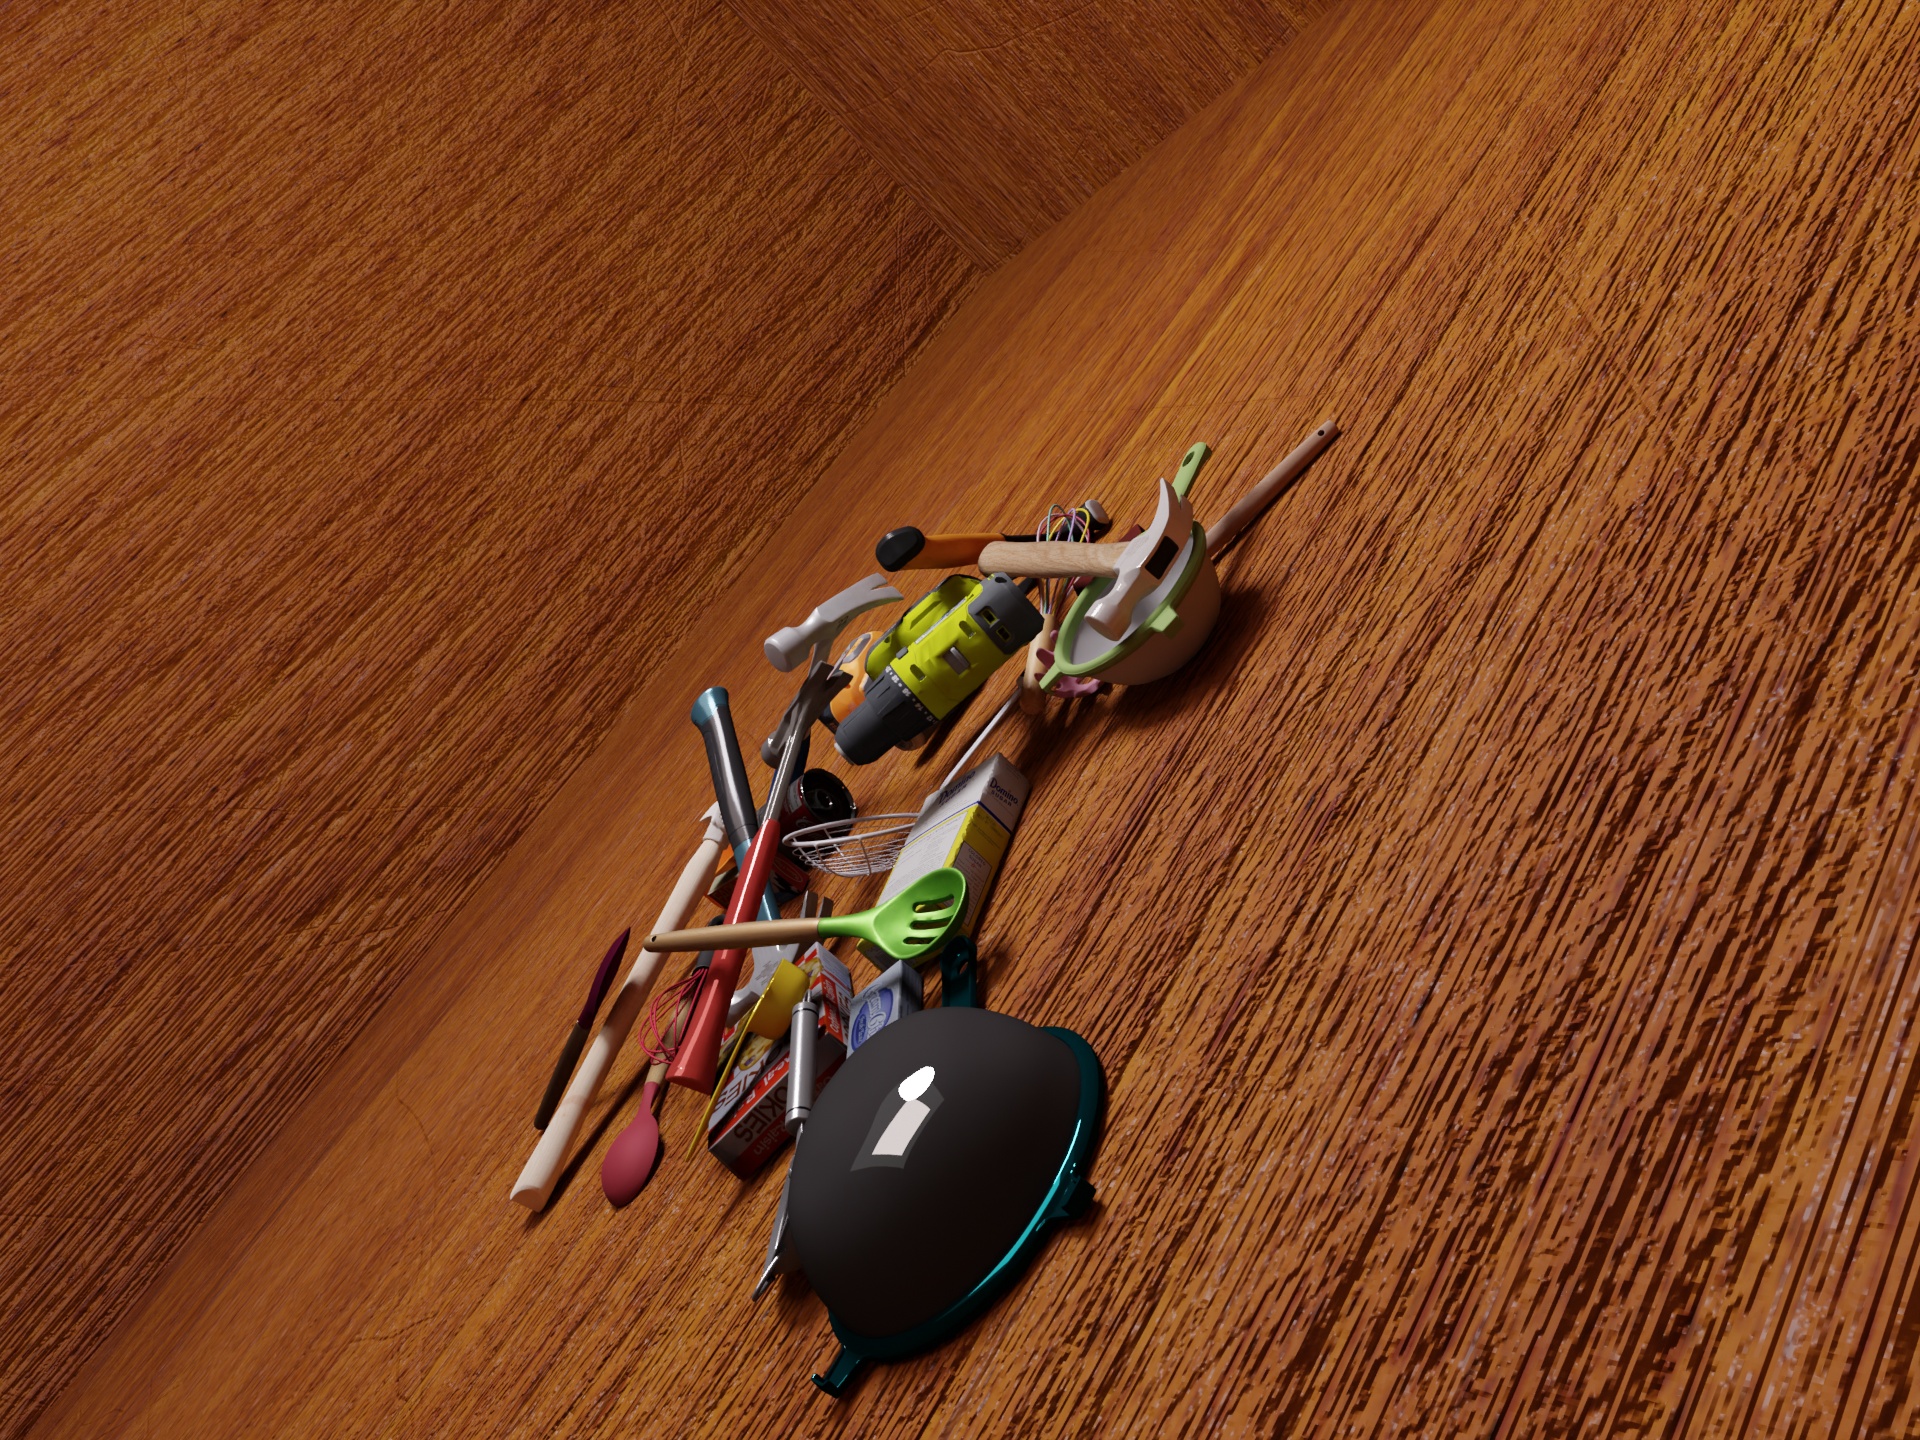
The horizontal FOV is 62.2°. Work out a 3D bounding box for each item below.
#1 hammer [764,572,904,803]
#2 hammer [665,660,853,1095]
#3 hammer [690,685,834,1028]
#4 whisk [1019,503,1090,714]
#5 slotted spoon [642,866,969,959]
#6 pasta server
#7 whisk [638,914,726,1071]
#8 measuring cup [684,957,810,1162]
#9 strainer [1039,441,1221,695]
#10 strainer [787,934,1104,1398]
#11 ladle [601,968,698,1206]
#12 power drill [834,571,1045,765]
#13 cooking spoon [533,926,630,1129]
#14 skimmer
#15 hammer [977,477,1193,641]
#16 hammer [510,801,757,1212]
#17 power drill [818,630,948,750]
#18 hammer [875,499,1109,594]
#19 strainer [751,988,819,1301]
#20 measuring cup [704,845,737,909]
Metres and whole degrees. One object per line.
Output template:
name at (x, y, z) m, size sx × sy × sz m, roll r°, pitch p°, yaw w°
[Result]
hammer at (-0.148, 0.004, 1.529) m, size 0.144 × 0.035 × 0.405 m, roll -38°, pitch -16°, yaw -30°
hammer at (-0.163, 0.124, 1.271) m, size 0.149 × 0.036 × 0.359 m, roll -48°, pitch 23°, yaw 51°
hammer at (-0.195, 0.103, 1.422) m, size 0.128 × 0.033 × 0.331 m, roll -37°, pitch 50°, yaw 20°
whisk at (0.079, -0.102, 1.366) m, size 0.047 × 0.051 × 0.245 m, roll -4°, pitch 46°, yaw 19°
slotted spoon at (-0.117, 0.150, 1.150) m, size 0.314 × 0.031 × 0.070 m, roll -10°, pitch 47°, yaw 35°
pasta server at (0.186, -0.131, 1.286) m, size 0.316 × 0.060 × 0.040 m, roll -44°, pitch -25°, yaw 3°
whisk at (-0.235, 0.242, 1.444) m, size 0.073 × 0.073 × 0.296 m, roll -44°, pitch 11°, yaw 12°
measuring cup at (-0.150, 0.246, 1.134) m, size 0.156 × 0.029 × 0.062 m, roll -65°, pitch 4°, yaw -15°
strainer at (0.165, -0.114, 1.227) m, size 0.151 × 0.069 × 0.256 m, roll -27°, pitch 29°, yaw 49°
strainer at (-0.027, 0.204, 0.931) m, size 0.211 × 0.095 × 0.341 m, roll -42°, pitch 18°, yaw 18°
ladle at (-0.266, 0.311, 1.414) m, size 0.069 × 0.031 × 0.316 m, roll -42°, pitch 15°, yaw 19°
power drill at (-0.025, -0.047, 1.330) m, size 0.190 × 0.080 × 0.228 m, roll -41°, pitch 8°, yaw 3°
cooking spoon at (-0.362, 0.300, 1.506) m, size 0.318 × 0.017 × 0.069 m, roll -60°, pitch 6°, yaw 38°
skimmer at (-0.002, -0.004, 1.367) m, size 0.363 × 0.090 × 0.127 m, roll -50°, pitch 14°, yaw -11°
hammer at (0.087, -0.131, 1.273) m, size 0.130 × 0.031 × 0.331 m, roll -53°, pitch 19°, yaw -8°
hammer at (-0.309, 0.260, 1.496) m, size 0.411 × 0.038 × 0.146 m, roll -64°, pitch 12°, yaw -16°
power drill at (-0.061, -0.031, 1.609) m, size 0.226 × 0.084 × 0.185 m, roll -17°, pitch 34°, yaw 52°
hammer at (0.019, -0.158, 1.488) m, size 0.127 × 0.034 × 0.337 m, roll -39°, pitch -13°, yaw 29°
strainer at (-0.101, 0.263, 1.018) m, size 0.259 × 0.050 × 0.086 m, roll -95°, pitch 21°, yaw -56°
measuring cup at (-0.252, 0.186, 1.626) m, size 0.174 × 0.052 × 0.095 m, roll -56°, pitch 18°, yaw -21°
